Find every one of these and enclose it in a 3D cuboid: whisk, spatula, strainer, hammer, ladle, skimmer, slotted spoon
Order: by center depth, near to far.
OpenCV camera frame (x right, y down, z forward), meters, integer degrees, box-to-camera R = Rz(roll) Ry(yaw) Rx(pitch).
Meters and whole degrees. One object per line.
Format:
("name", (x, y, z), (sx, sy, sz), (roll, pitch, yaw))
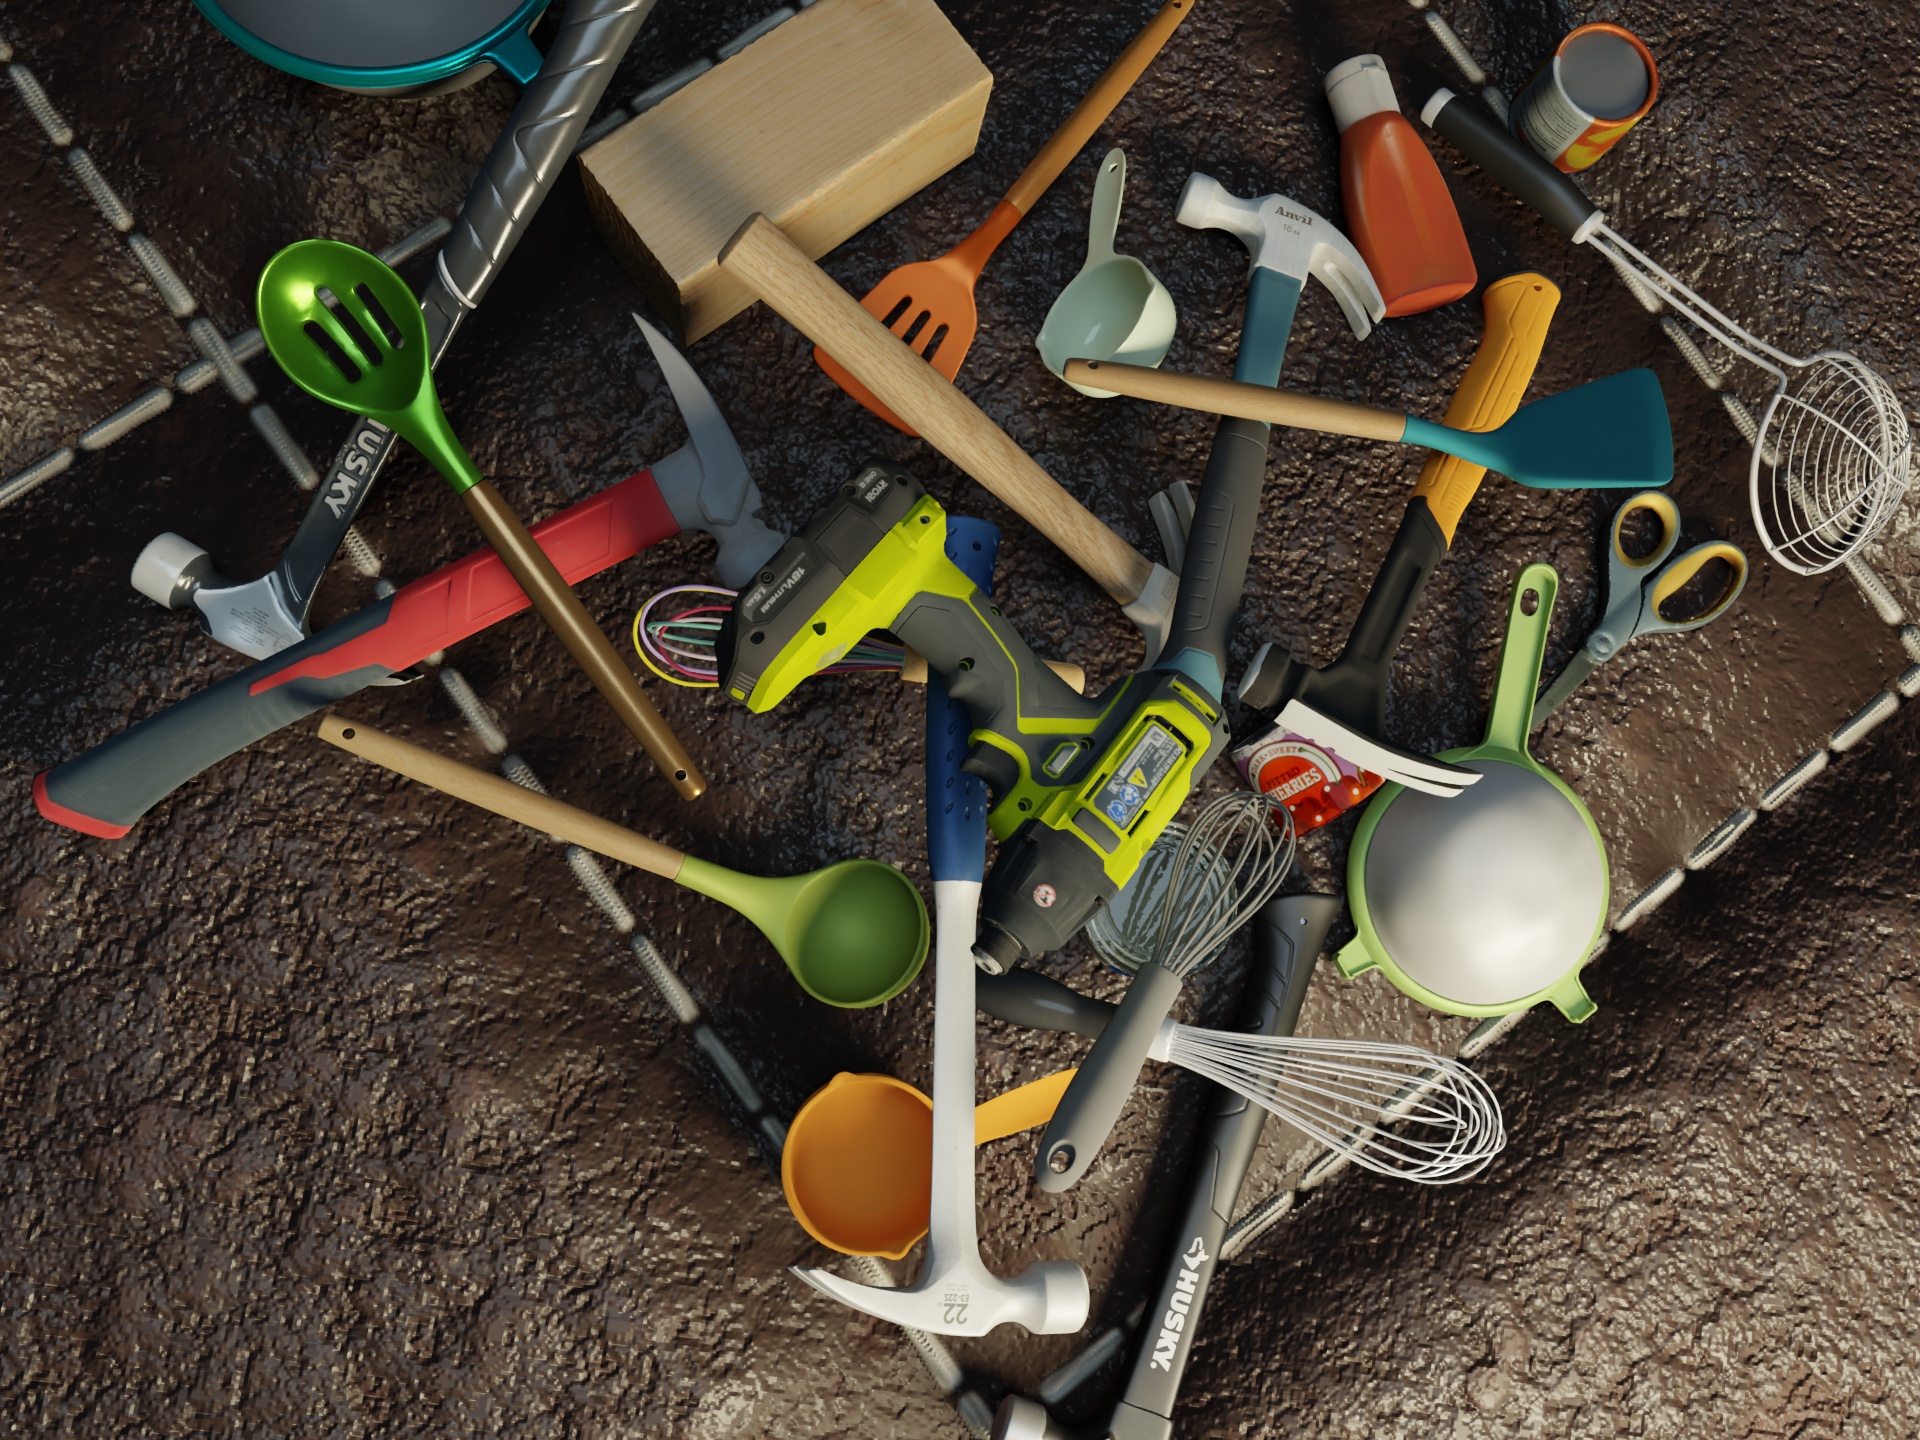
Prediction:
("slotted spoon", (-0.219, -0.089, 0.760), (0.070, 0.031, 0.313), (-35, 101, 2))
("hammer", (-0.287, -0.058, 0.791), (0.386, 0.038, 0.143), (-26, 101, 0))
("whisk", (0.102, 0.130, 0.792), (0.055, 0.055, 0.239), (34, 67, -1))
("hammer", (-0.007, 0.091, 0.794), (0.144, 0.035, 0.406), (7, 73, -23))
("ladle", (-0.164, 0.062, 0.797), (0.320, 0.062, 0.078), (24, 74, -13))
("hammer", (-0.260, -0.203, 0.805), (0.149, 0.036, 0.409), (31, 98, -5))
("whisk", (0.131, 0.171, 0.810), (0.285, 0.070, 0.070), (14, 80, 16))
("hammer", (0.014, -0.142, 0.830), (0.331, 0.031, 0.130), (39, 57, -19))
("hammer", (0.139, 0.247, 0.842), (0.146, 0.035, 0.335), (21, 80, -2))
("spatula", (0.213, -0.169, 0.845), (0.317, 0.044, 0.082), (9, 59, -3))
("strainer", (-0.371, -0.417, 0.853), (0.340, 0.095, 0.211), (2, 79, -4))
("whisk", (-0.053, -0.032, 0.859), (0.245, 0.051, 0.047), (7, 69, -11))
("strainer", (0.302, 0.037, 0.863), (0.151, 0.069, 0.256), (12, 87, -4))
("hammer", (0.152, -0.150, 0.873), (0.128, 0.033, 0.331), (17, 69, -5))
("hammer", (0.272, -0.120, 0.874), (0.127, 0.034, 0.337), (28, 67, 3))
("spatula", (0.040, -0.308, 0.920), (0.081, 0.041, 0.323), (37, 75, -1))
("skimmer", (0.409, -0.238, 0.947), (0.363, 0.090, 0.127), (44, 74, 11))

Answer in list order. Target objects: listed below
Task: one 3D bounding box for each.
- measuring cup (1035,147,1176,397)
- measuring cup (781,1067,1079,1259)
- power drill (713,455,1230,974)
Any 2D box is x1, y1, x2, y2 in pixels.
("measuring cup", (0.090, -0.256, 0.906), (0.038, 0.083, 0.168), (32, 54, -39))
("measuring cup", (-0.009, 0.212, 0.823), (0.173, 0.052, 0.095), (-18, 84, -11))
("power drill", (-0.001, -0.002, 0.759), (0.223, 0.080, 0.171), (40, 68, -1))
